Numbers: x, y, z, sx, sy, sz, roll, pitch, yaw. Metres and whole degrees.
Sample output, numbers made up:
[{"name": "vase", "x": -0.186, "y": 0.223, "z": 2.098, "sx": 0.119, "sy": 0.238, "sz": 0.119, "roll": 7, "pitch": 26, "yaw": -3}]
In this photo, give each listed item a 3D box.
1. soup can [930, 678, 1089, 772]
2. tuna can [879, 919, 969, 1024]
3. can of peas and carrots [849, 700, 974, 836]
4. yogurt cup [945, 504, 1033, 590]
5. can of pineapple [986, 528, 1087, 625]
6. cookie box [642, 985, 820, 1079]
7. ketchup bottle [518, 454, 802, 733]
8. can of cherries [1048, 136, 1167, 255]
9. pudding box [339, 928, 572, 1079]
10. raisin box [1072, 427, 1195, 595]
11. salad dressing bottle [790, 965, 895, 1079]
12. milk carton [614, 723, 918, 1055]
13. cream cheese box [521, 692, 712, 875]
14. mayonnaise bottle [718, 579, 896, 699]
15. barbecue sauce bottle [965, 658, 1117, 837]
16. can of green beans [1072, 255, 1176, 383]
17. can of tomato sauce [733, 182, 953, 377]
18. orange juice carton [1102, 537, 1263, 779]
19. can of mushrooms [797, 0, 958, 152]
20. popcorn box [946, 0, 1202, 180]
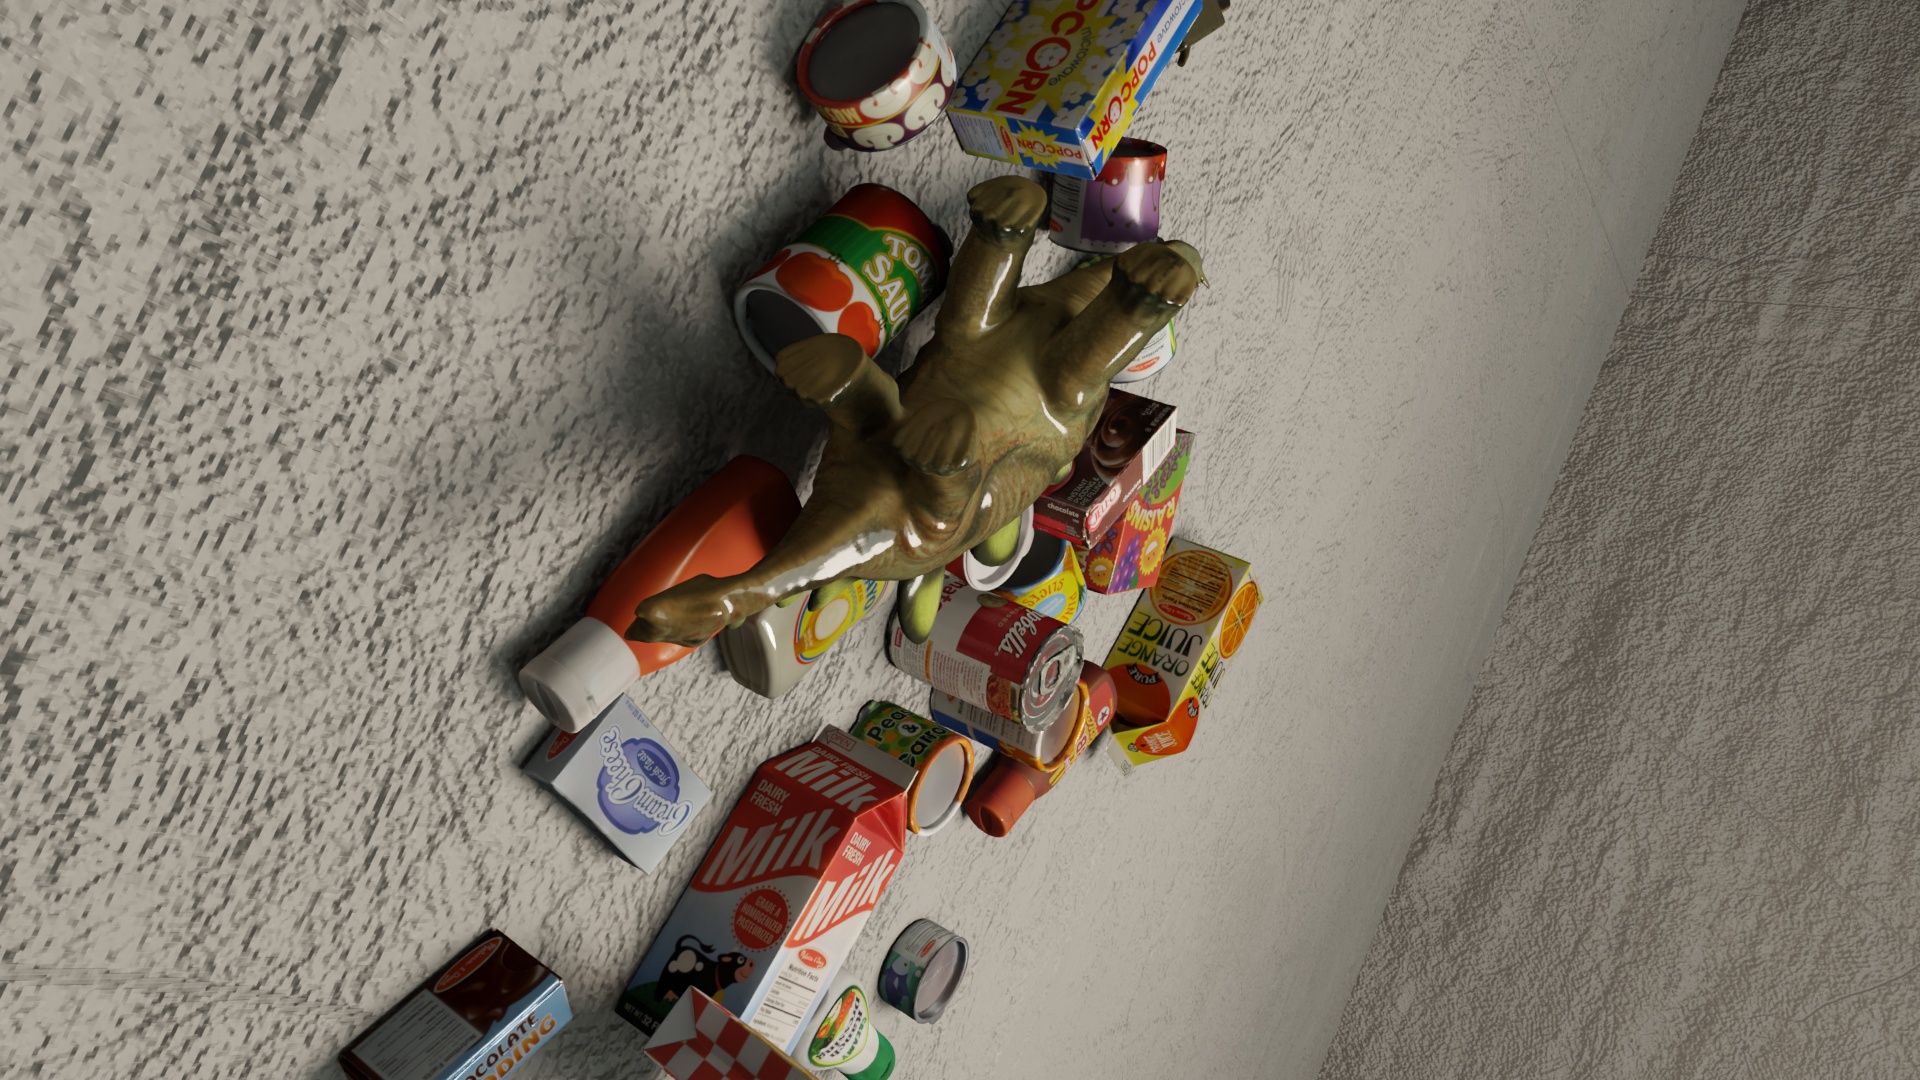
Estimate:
[{"name": "soup can", "x": 0.035, "y": 0.107, "z": 0.916, "sx": 0.072, "sy": 0.084, "sz": 0.071, "roll": -37, "pitch": 137, "yaw": -43}, {"name": "tuna can", "x": -0.026, "y": 0.309, "z": 0.993, "sx": 0.071, "sy": 0.033, "sz": 0.070, "roll": -36, "pitch": 136, "yaw": -43}, {"name": "can of peas and carrots", "x": -0.033, "y": 0.138, "z": 0.851, "sx": 0.071, "sy": 0.059, "sz": 0.070, "roll": -37, "pitch": 137, "yaw": -43}, {"name": "yogurt cup", "x": 0.003, "y": -0.010, "z": 0.822, "sx": 0.073, "sy": 0.054, "sz": 0.072, "roll": -36, "pitch": 136, "yaw": -43}, {"name": "can of pineapple", "x": 0.045, "y": 0.023, "z": 0.895, "sx": 0.071, "sy": 0.071, "sz": 0.057, "roll": -55, "pitch": 146, "yaw": -22}, {"name": "cookie box", "x": -0.069, "y": 0.291, "z": 0.680, "sx": 0.040, "sy": 0.123, "sz": 0.166, "roll": -53, "pitch": 147, "yaw": -20}, {"name": "ketchup bottle", "x": -0.133, "y": 0.026, "z": 0.635, "sx": 0.149, "sy": 0.043, "sz": 0.064, "roll": -46, "pitch": 146, "yaw": -34}, {"name": "can of cherries", "x": 0.090, "y": -0.206, "z": 0.827, "sx": 0.072, "sy": 0.071, "sz": 0.058, "roll": -29, "pitch": 131, "yaw": -48}, {"name": "pudding box", "x": -0.219, "y": 0.217, "z": 0.609, "sx": 0.084, "sy": 0.050, "sz": 0.030, "roll": -40, "pitch": 141, "yaw": -40}, {"name": "raisin box", "x": 0.125, "y": -0.026, "z": 1.025, "sx": 0.086, "sy": 0.040, "sz": 0.123, "roll": -6, "pitch": 112, "yaw": -58}, {"name": "salad dressing bottle", "x": -0.080, "y": 0.317, "z": 0.899, "sx": 0.064, "sy": 0.044, "sz": 0.147, "roll": -56, "pitch": 148, "yaw": -23}, {"name": "milk carton", "x": -0.098, "y": 0.196, "z": 0.770, "sx": 0.191, "sy": 0.072, "sz": 0.073, "roll": -59, "pitch": 149, "yaw": -15}, {"name": "cream cheese box", "x": -0.161, "y": 0.114, "z": 0.663, "sx": 0.053, "sy": 0.024, "sz": 0.103, "roll": -54, "pitch": 146, "yaw": -22}, {"name": "mayonnaise bottle", "x": -0.065, "y": 0.019, "z": 0.743, "sx": 0.149, "sy": 0.041, "sz": 0.064, "roll": -40, "pitch": 140, "yaw": -39}, {"name": "barbecue sauce bottle", "x": 0.060, "y": 0.155, "z": 1.028, "sx": 0.149, "sy": 0.044, "sz": 0.064, "roll": -44, "pitch": 143, "yaw": -35}, {"name": "can of green beans", "x": 0.103, "y": -0.143, "z": 0.889, "sx": 0.071, "sy": 0.071, "sz": 0.057, "roll": -50, "pitch": 144, "yaw": -29}, {"name": "can of tomato sauce", "x": -0.053, "y": -0.116, "z": 0.649, "sx": 0.083, "sy": 0.071, "sz": 0.070, "roll": -49, "pitch": 144, "yaw": -30}, {"name": "orange juice carton", "x": 0.172, "y": 0.102, "z": 1.145, "sx": 0.193, "sy": 0.073, "sz": 0.071, "roll": -59, "pitch": 149, "yaw": -16}, {"name": "can of mushrooms", "x": -0.039, "y": -0.209, "z": 0.622, "sx": 0.071, "sy": 0.071, "sz": 0.033, "roll": -63, "pitch": 149, "yaw": -11}, {"name": "popcorn box", "x": 0.061, "y": -0.256, "z": 0.733, "sx": 0.127, "sy": 0.085, "sz": 0.038, "roll": -59, "pitch": 147, "yaw": -16}]
